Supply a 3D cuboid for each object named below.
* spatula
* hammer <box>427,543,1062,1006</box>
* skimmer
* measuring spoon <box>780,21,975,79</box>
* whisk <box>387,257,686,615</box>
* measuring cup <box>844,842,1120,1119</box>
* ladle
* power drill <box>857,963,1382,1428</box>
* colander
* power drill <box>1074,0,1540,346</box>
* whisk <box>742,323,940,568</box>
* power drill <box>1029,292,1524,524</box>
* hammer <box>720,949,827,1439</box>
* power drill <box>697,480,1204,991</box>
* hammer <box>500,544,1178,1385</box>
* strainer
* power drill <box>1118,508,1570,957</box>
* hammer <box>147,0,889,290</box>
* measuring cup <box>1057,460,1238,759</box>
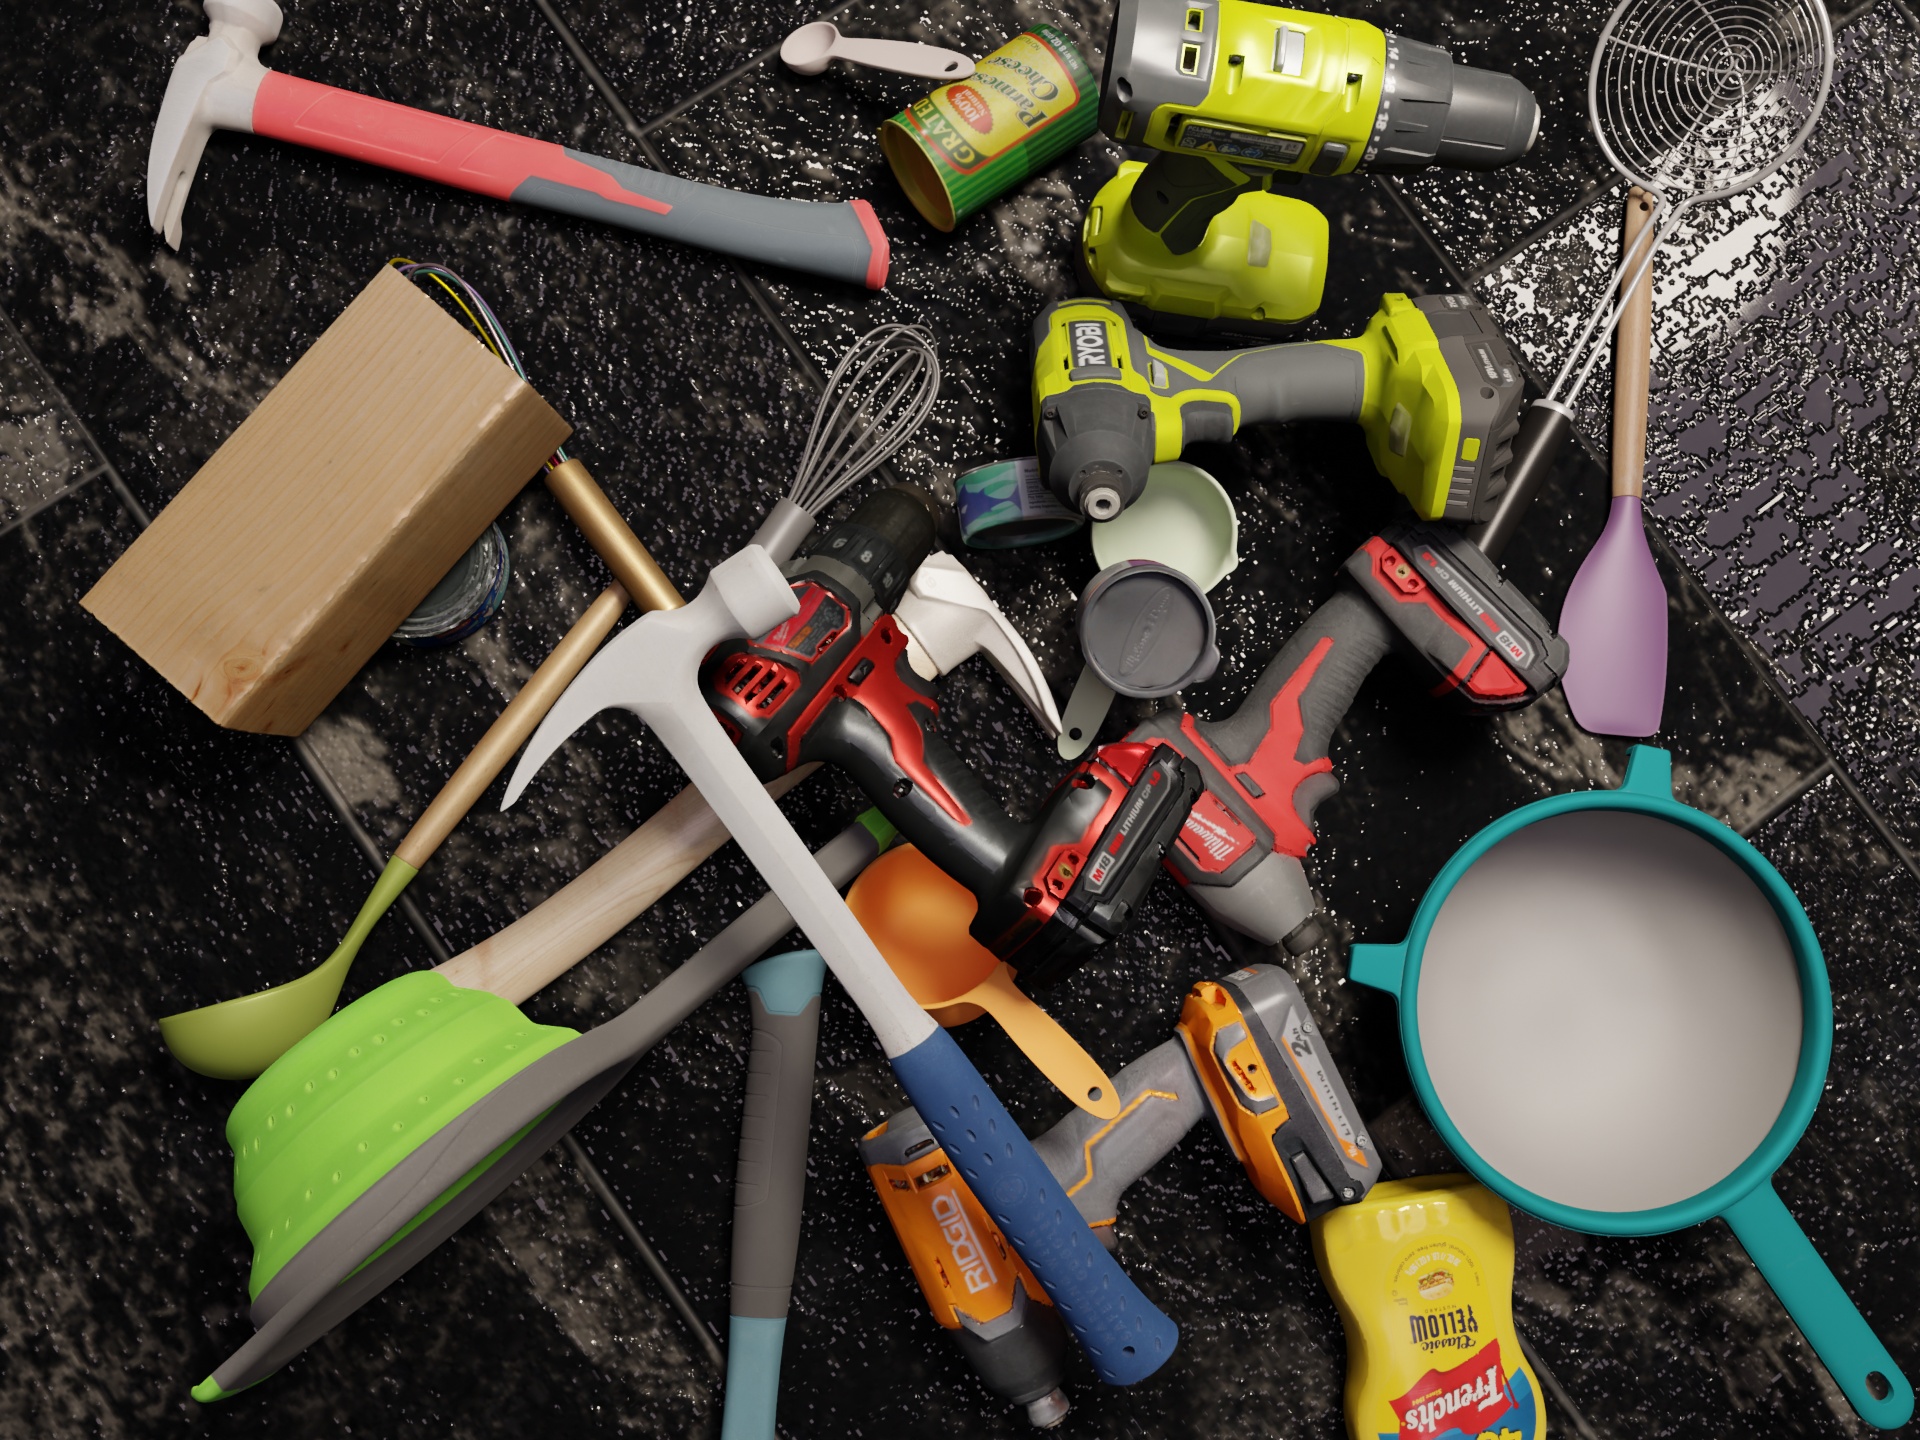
[{"bbox_3d":[0.370,-0.148,0.887,0.060,0.018,0.316,6,82,3],"label":"spatula"},{"bbox_3d":[-0.140,0.068,0.809,0.410,0.038,0.146,-39,88,-8],"label":"hammer"},{"bbox_3d":[0.338,-0.231,0.849,0.127,0.090,0.363,27,87,37],"label":"skimmer"},{"bbox_3d":[-0.044,-0.356,0.863,0.124,0.018,0.034,20,69,27],"label":"measuring spoon"},{"bbox_3d":[-0.223,-0.145,0.824,0.051,0.047,0.245,-37,84,-7],"label":"whisk"},{"bbox_3d":[0.016,0.135,0.777,0.095,0.052,0.174,-42,65,-12],"label":"measuring cup"},{"bbox_3d":[-0.270,0.042,0.795,0.062,0.078,0.320,37,75,-8],"label":"ladle"},{"bbox_3d":[0.084,0.232,0.782,0.226,0.084,0.164,-25,85,-3],"label":"power drill"},{"bbox_3d":[-0.190,0.129,0.727,0.397,0.204,0.094,-40,83,-19],"label":"colander"},{"bbox_3d":[0.153,-0.264,0.780,0.190,0.228,0.080,8,81,-3],"label":"power drill"},{"bbox_3d":[-0.086,-0.110,0.834,0.055,0.055,0.239,35,84,1],"label":"whisk"},{"bbox_3d":[0.147,-0.149,0.780,0.223,0.080,0.171,-1,38,1],"label":"power drill"},{"bbox_3d":[-0.100,0.278,0.783,0.128,0.033,0.331,5,81,-3],"label":"hammer"},{"bbox_3d":[-0.001,-0.002,0.754,0.226,0.080,0.188,36,54,0],"label":"power drill"},{"bbox_3d":[-0.032,0.131,0.681,0.144,0.035,0.405,-34,104,-1],"label":"hammer"},{"bbox_3d":[0.348,0.195,0.799,0.211,0.095,0.340,-34,88,-5],"label":"strainer"},{"bbox_3d":[0.191,0.009,0.813,0.219,0.078,0.143,-41,82,1],"label":"power drill"},{"bbox_3d":[-0.230,-0.278,0.851,0.386,0.038,0.143,14,82,-2],"label":"hammer"},{"bbox_3d":[0.088,-0.058,0.850,0.083,0.038,0.167,23,98,-2],"label":"measuring cup"}]
